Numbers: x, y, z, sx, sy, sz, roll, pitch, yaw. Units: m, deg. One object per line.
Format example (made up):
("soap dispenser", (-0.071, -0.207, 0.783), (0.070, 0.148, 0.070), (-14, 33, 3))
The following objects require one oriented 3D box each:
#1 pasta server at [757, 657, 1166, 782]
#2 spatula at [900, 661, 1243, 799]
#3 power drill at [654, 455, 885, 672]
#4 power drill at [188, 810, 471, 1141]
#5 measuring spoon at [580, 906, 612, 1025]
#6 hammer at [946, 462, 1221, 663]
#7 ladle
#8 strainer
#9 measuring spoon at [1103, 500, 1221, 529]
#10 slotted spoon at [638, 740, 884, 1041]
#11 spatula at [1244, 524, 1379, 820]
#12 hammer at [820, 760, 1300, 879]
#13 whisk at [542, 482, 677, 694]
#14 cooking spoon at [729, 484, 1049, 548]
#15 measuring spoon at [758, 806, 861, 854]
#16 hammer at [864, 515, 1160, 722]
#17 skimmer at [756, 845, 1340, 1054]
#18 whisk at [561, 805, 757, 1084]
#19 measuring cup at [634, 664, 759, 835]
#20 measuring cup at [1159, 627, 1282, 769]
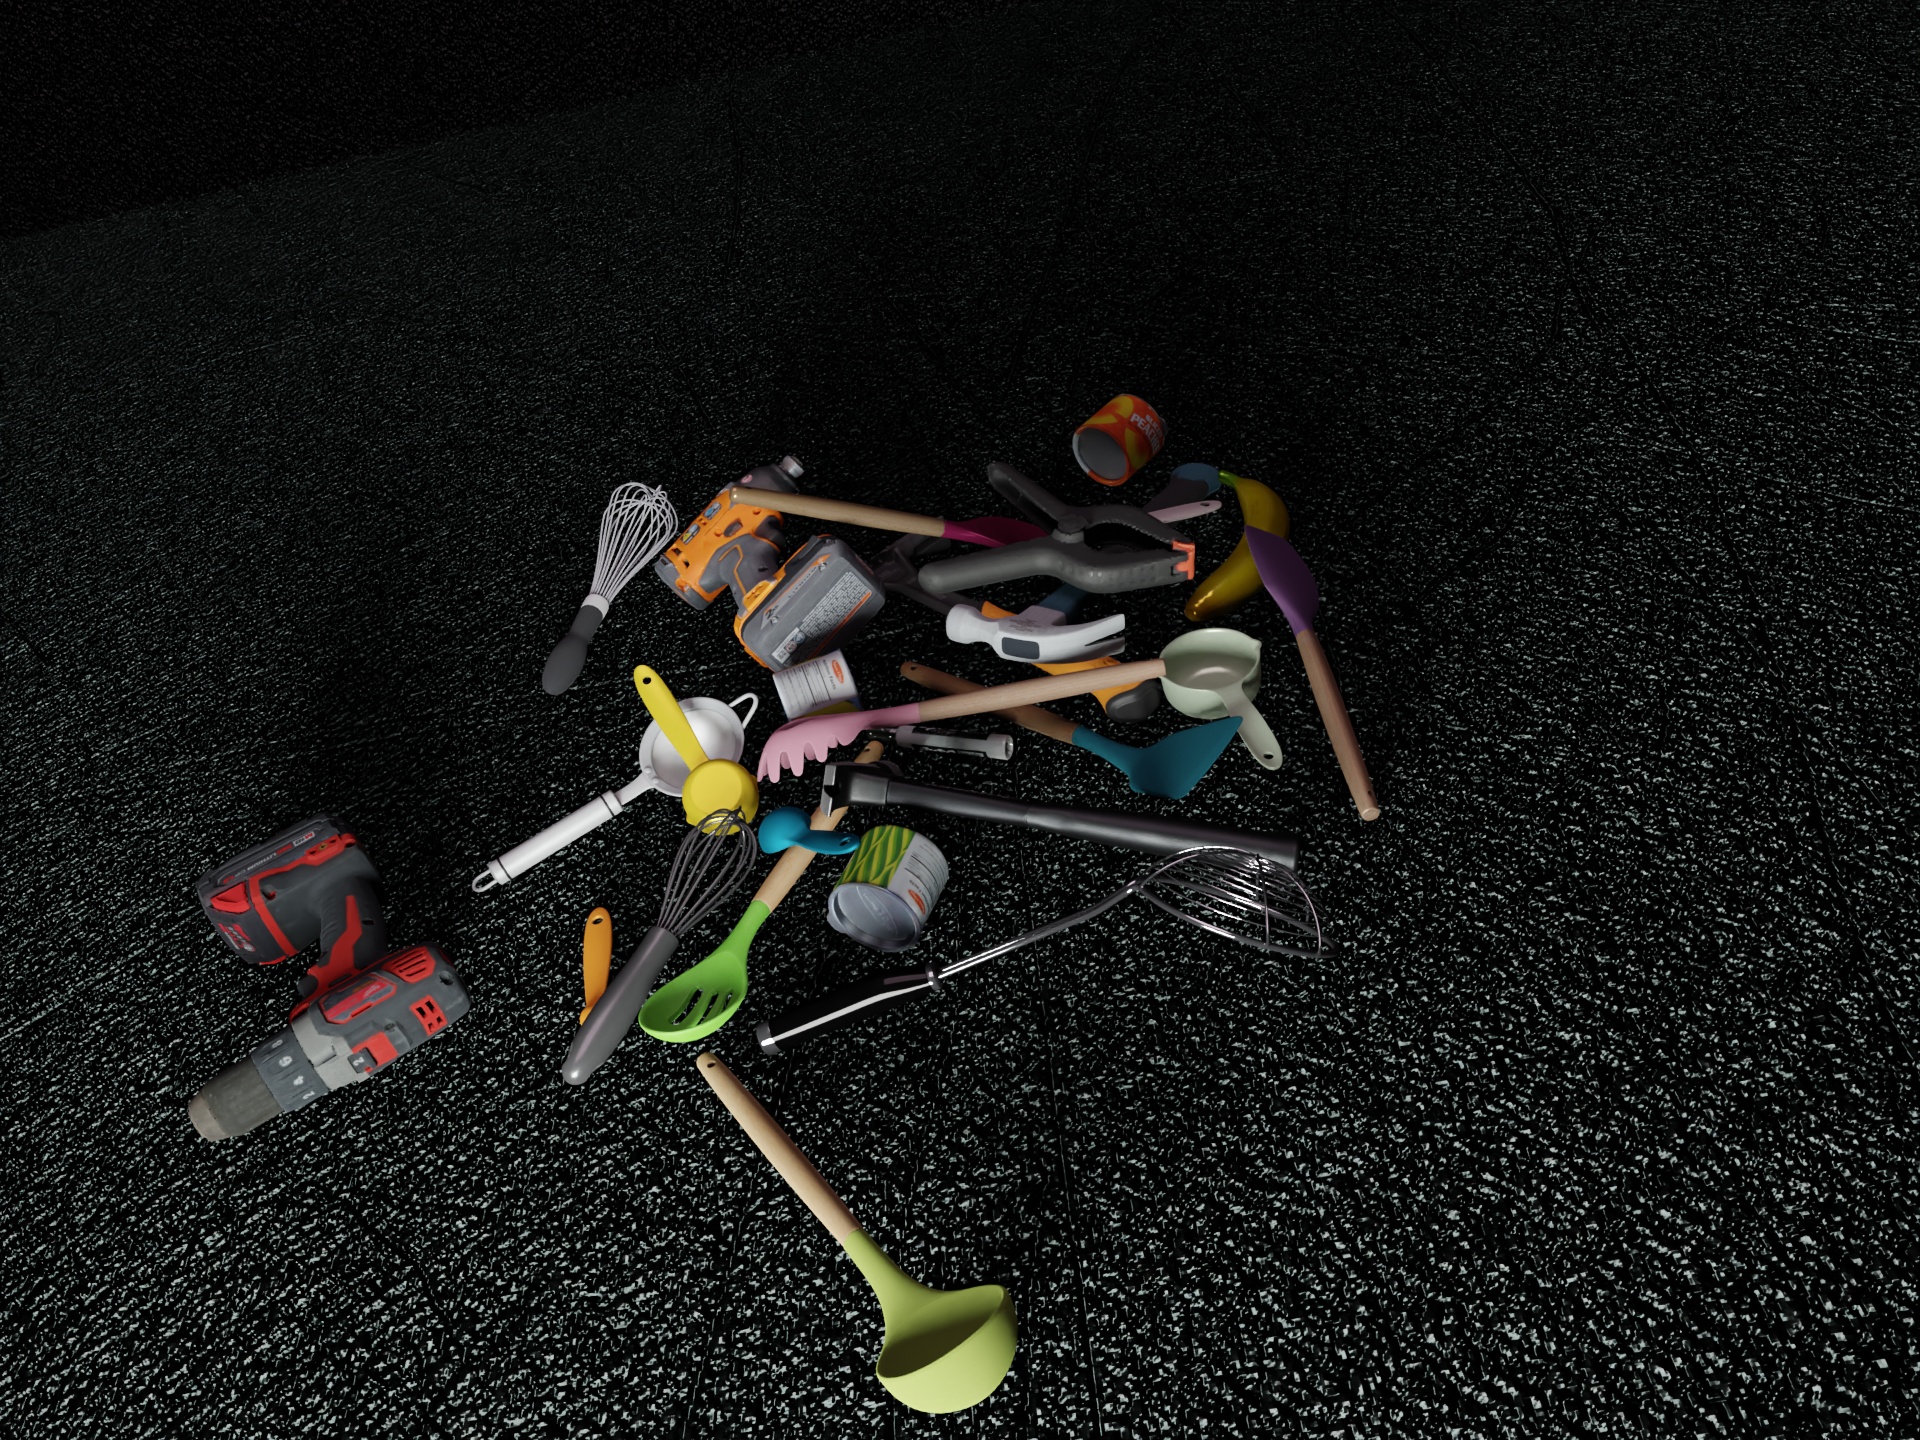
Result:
("pasta server", (-0.002, -0.004, 1.190), (0.316, 0.040, 0.060), (-11, 9, 6))
("spatula", (0.067, -0.005, 1.204), (0.318, 0.044, 0.082), (21, 60, 38))
("power drill", (-0.160, -0.141, 1.384), (0.164, 0.084, 0.227), (-48, 43, -2))
("power drill", (-0.469, 0.181, 1.126), (0.188, 0.080, 0.227), (-31, 44, -19))
("measuring spoon", (-0.257, 0.170, 1.118), (0.021, 0.011, 0.117), (-14, 38, 0))
("hammer", (0.129, -0.137, 1.320), (0.128, 0.033, 0.331), (17, 40, 28))
("ladle", (-0.076, 0.270, 0.902), (0.078, 0.062, 0.320), (-30, 38, -22))
("strainer", (-0.264, 0.060, 1.235), (0.258, 0.050, 0.087), (-32, 60, -13))
("measuring spoon", (0.160, -0.175, 1.326), (0.124, 0.018, 0.034), (-12, 34, -11))
("slotted spoon", (-0.127, 0.116, 1.132), (0.070, 0.031, 0.314), (1, 38, 30))
("spatula", (0.266, -0.045, 1.188), (0.059, 0.018, 0.316), (17, 40, -21))
("hammer", (0.063, 0.066, 1.083), (0.335, 0.035, 0.146), (8, 2, 18))
("whisk", (-0.327, -0.125, 1.478), (0.070, 0.070, 0.285), (-1, 45, 17))
("cooking spoon", (-0.040, -0.166, 1.345), (0.318, 0.017, 0.069), (7, 31, -22))
("measuring spoon", (-0.108, 0.077, 1.120), (0.042, 0.021, 0.129), (-42, 22, -25))
("hammer", (0.040, -0.080, 1.314), (0.127, 0.034, 0.337), (-36, 43, -24))
("skimmer", (0.050, 0.166, 0.997), (0.363, 0.090, 0.127), (-22, 2, 8))
("whisk", (-0.208, 0.151, 1.102), (0.055, 0.055, 0.239), (8, 48, 26))
("measuring cup", (-0.209, 0.017, 1.213), (0.062, 0.029, 0.157), (-32, 75, -9))
("measuring cup", (0.201, -0.006, 1.169), (0.083, 0.038, 0.168), (-17, 40, -4))
